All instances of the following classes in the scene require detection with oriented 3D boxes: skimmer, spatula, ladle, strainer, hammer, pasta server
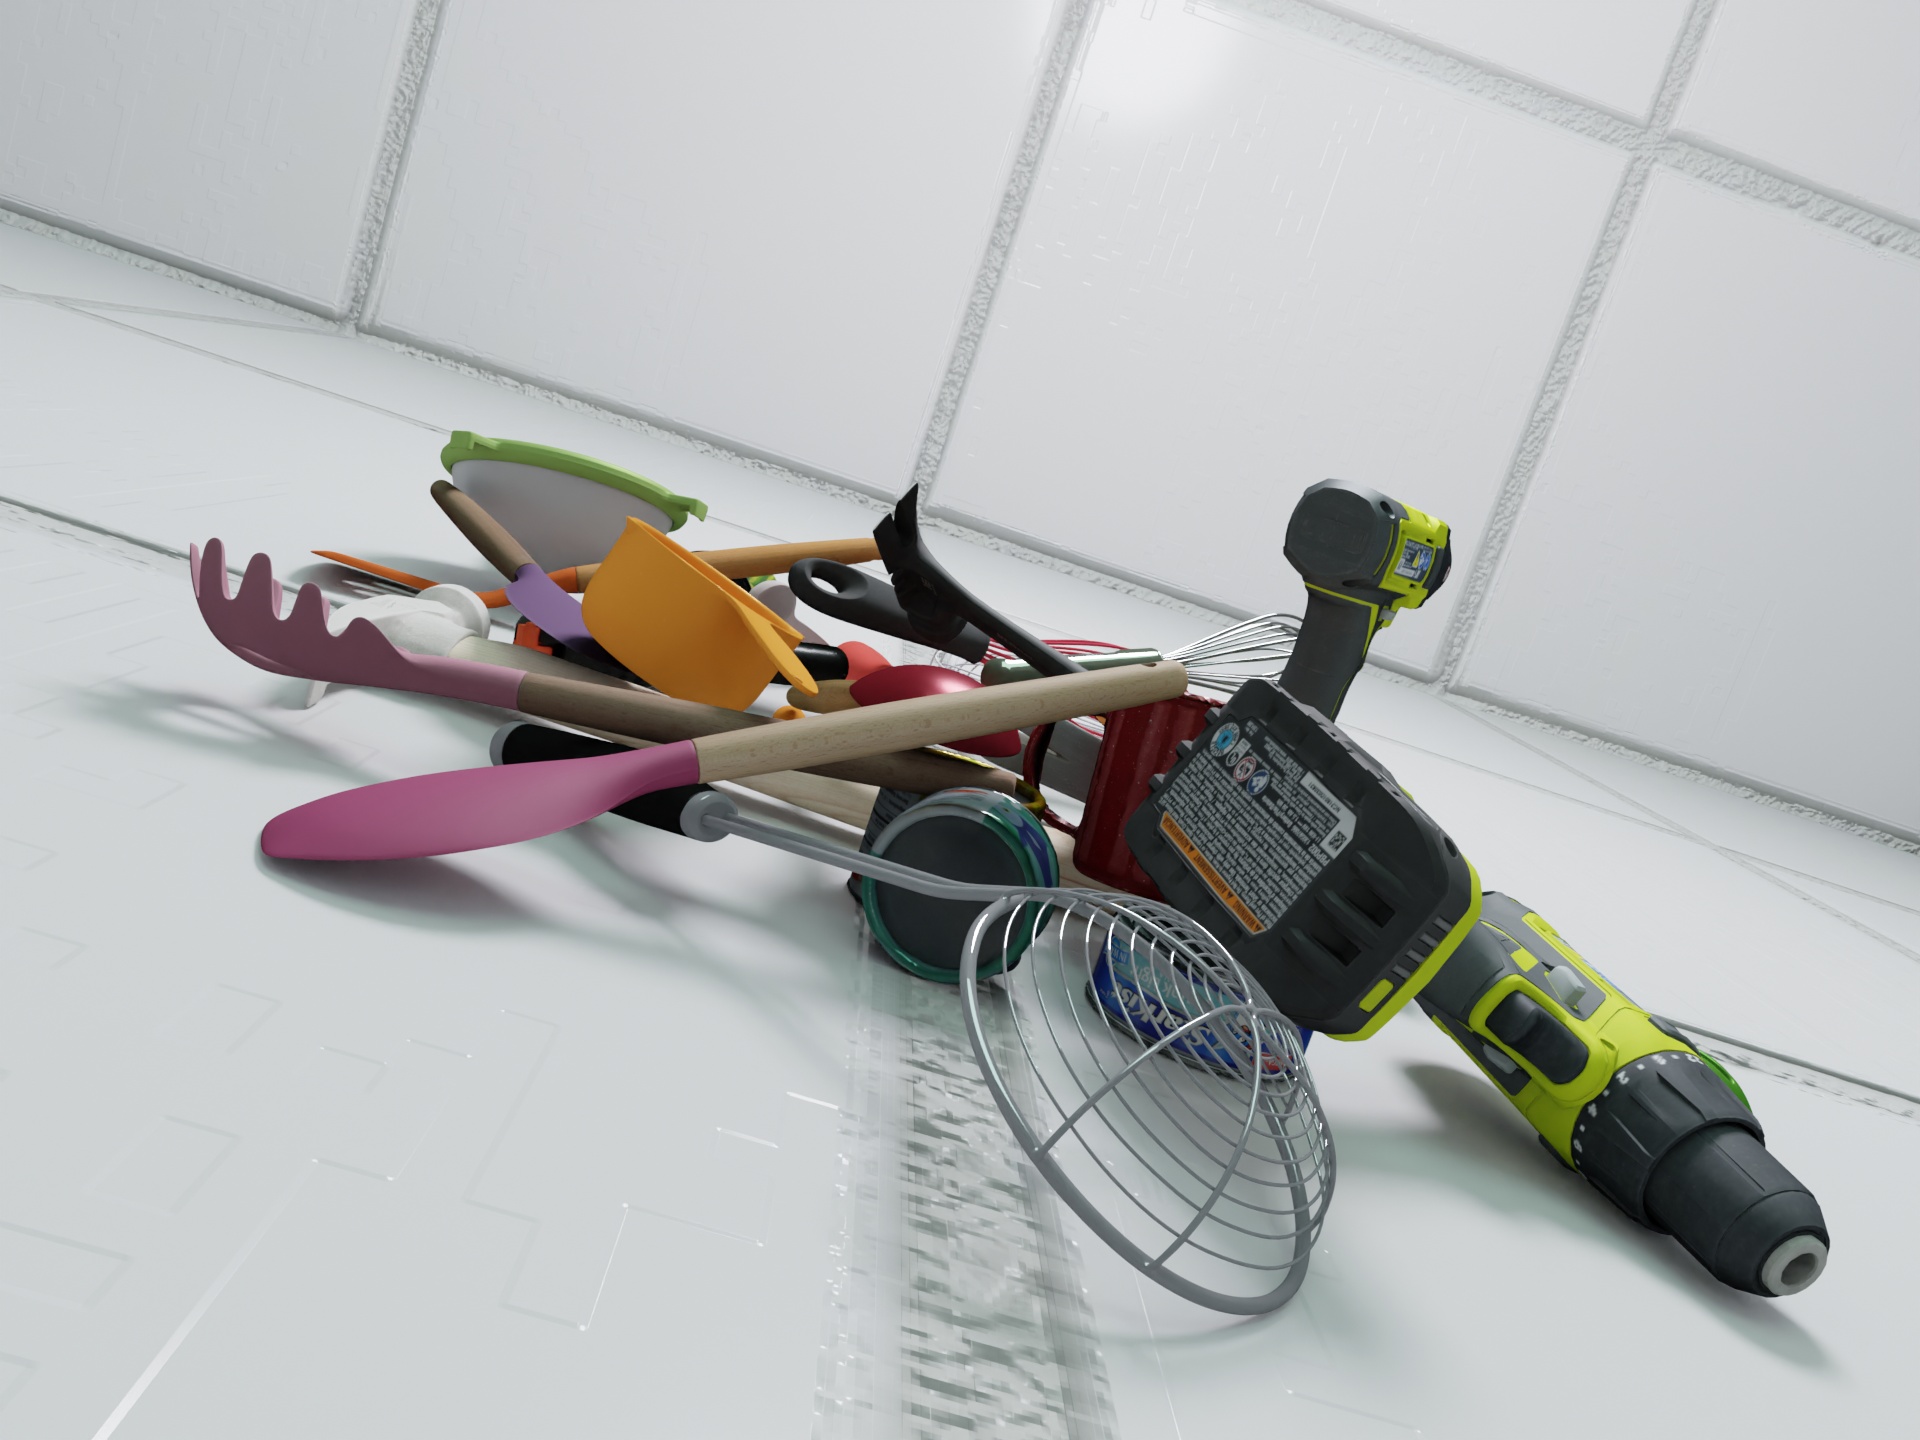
[{"bbox_3d":[-0.048,0.073,0.513,0.363,0.090,0.127,14,2,39],"label":"skimmer"},{"bbox_3d":[-0.195,-0.092,0.905,0.322,0.041,0.081,-7,5,-13],"label":"spatula"},{"bbox_3d":[-0.044,-0.009,0.726,0.069,0.031,0.315,17,-3,-17],"label":"ladle"},{"bbox_3d":[-0.269,-0.113,1.019,0.151,0.069,0.256,15,-10,-23],"label":"strainer"},{"bbox_3d":[-0.071,0.027,0.697,0.410,0.038,0.146,19,11,-1],"label":"hammer"},{"bbox_3d":[-0.133,-0.013,0.590,0.316,0.040,0.060,12,-11,1],"label":"pasta server"},{"bbox_3d":[-0.226,-0.080,0.798,0.059,0.018,0.316,22,8,-36],"label":"spatula"},{"bbox_3d":[-0.001,-0.003,0.851,0.149,0.037,0.359,27,-1,-29],"label":"hammer"},{"bbox_3d":[0.093,0.000,0.804,0.337,0.034,0.127,36,-13,22],"label":"hammer"}]

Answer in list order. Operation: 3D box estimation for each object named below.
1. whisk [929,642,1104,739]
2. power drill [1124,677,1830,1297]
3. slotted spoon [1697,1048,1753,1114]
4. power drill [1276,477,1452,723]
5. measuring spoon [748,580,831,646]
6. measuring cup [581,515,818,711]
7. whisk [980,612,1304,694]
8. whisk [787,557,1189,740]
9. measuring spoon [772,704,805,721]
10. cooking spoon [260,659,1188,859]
[{"bbox_3d":[0.109,0.007,1.075,0.284,0.070,0.070,21,9,-17],"label":"whisk"},{"bbox_3d":[0.179,0.094,0.547,0.228,0.080,0.191,34,10,-27],"label":"power drill"},{"bbox_3d":[0.228,0.119,0.772,0.314,0.031,0.070,24,10,34],"label":"slotted spoon"},{"bbox_3d":[0.214,-0.018,0.914,0.080,0.223,0.171,25,12,30],"label":"power drill"},{"bbox_3d":[-0.101,-0.053,0.993,0.018,0.034,0.124,45,-2,32],"label":"measuring spoon"},{"bbox_3d":[-0.101,-0.025,0.638,0.095,0.052,0.174,35,5,-32],"label":"measuring cup"},{"bbox_3d":[0.123,-0.033,0.955,0.246,0.059,0.058,-4,-13,-26],"label":"whisk"},{"bbox_3d":[0.028,-0.039,0.969,0.295,0.073,0.073,20,8,-25],"label":"whisk"},{"bbox_3d":[-0.052,0.015,0.863,0.117,0.011,0.021,23,11,22],"label":"measuring spoon"},{"bbox_3d":[-0.065,0.009,0.536,0.319,0.017,0.069,-10,18,-21],"label":"cooking spoon"}]
